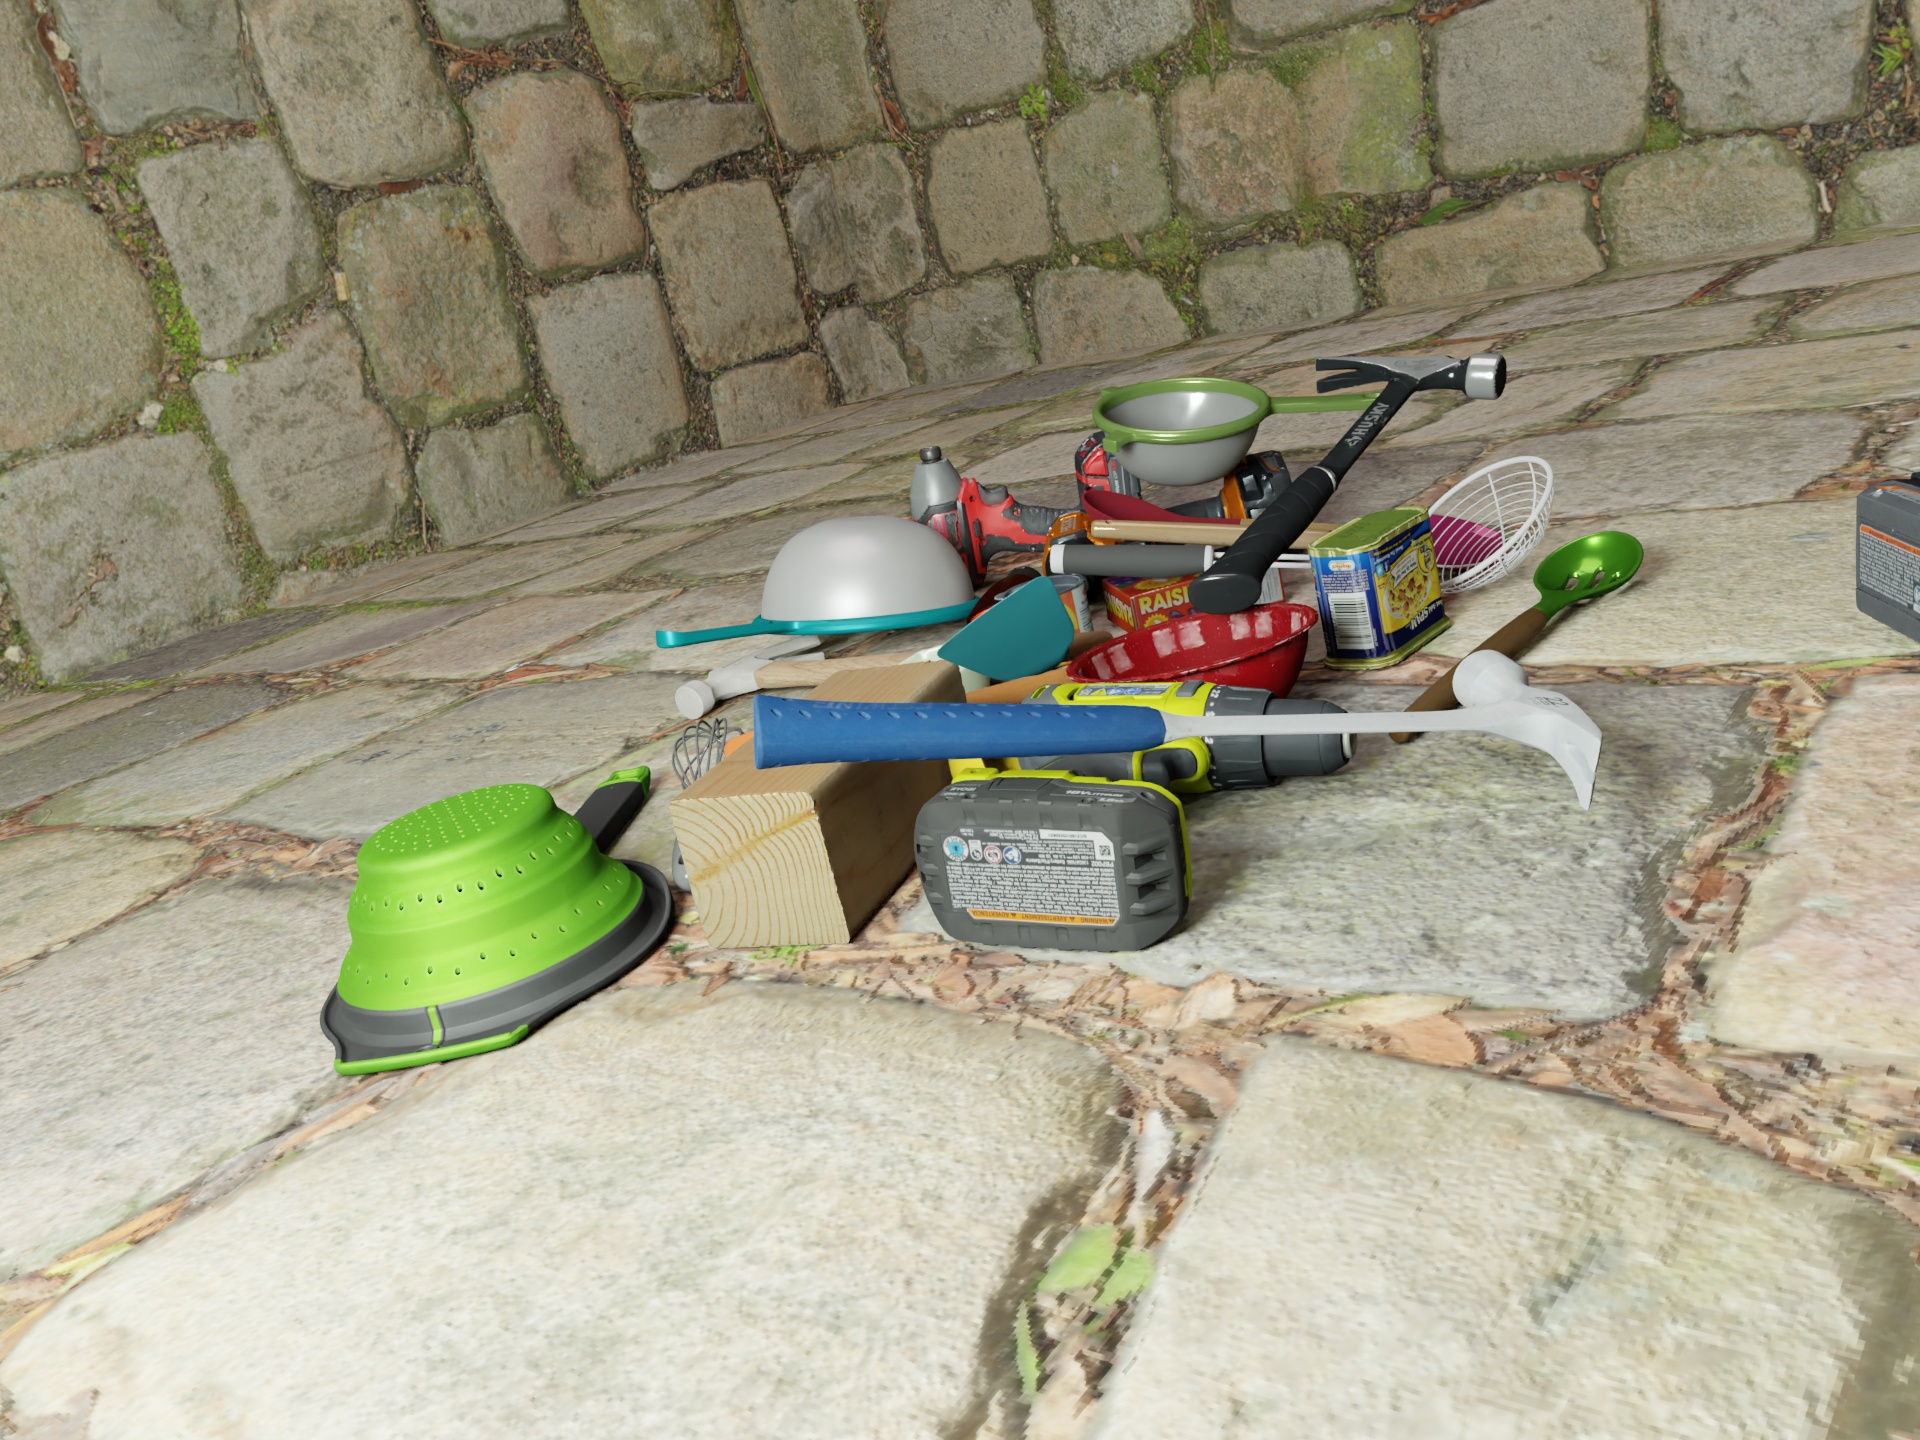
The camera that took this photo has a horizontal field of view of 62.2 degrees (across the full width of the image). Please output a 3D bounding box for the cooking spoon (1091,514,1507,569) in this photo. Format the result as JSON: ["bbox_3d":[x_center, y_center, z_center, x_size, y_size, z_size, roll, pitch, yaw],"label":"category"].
[{"bbox_3d":[0.261,-0.142,1.244,0.319,0.017,0.069,4,43,10],"label":"cooking spoon"}]

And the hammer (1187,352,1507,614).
[{"bbox_3d":[0.267,-0.186,1.165,0.149,0.036,0.409,11,37,32],"label":"hammer"}]

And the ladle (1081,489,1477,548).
[{"bbox_3d":[0.252,-0.155,1.283,0.315,0.031,0.069,7,27,15],"label":"ladle"}]

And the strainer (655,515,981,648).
[{"bbox_3d":[-0.129,-0.125,1.383,0.211,0.095,0.340,4,12,42],"label":"strainer"}]

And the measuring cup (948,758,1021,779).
[{"bbox_3d":[0.036,0.021,0.996,0.029,0.062,0.156,-29,-3,25],"label":"measuring cup"}]

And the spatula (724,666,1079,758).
[{"bbox_3d":[-0.002,-0.004,1.099,0.322,0.041,0.081,-14,52,-26],"label":"spatula"}]

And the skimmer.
[{"bbox_3d":[0.245,-0.144,1.180,0.363,0.090,0.127,2,39,13],"label":"skimmer"}]

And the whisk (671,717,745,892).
[{"bbox_3d":[-0.171,0.053,1.046,0.055,0.055,0.239,-14,21,0],"label":"whisk"}]

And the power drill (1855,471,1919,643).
[{"bbox_3d":[0.613,-0.102,0.857,0.226,0.084,0.185,-7,17,8],"label":"power drill"}]

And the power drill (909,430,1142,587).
[{"bbox_3d":[0.061,-0.211,1.539,0.219,0.143,0.079,-12,19,0],"label":"power drill"}]

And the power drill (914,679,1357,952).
[{"bbox_3d":[0.094,0.036,0.838,0.190,0.080,0.228,0,19,26],"label":"power drill"}]

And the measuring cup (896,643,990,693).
[{"bbox_3d":[-0.055,-0.006,1.164,0.167,0.038,0.083,-26,22,-7],"label":"measuring cup"}]

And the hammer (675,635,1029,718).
[{"bbox_3d":[-0.072,-0.041,1.290,0.331,0.031,0.130,-1,22,36],"label":"hammer"}]

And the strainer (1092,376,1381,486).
[{"bbox_3d":[0.241,-0.242,1.354,0.256,0.069,0.152,-2,29,5],"label":"strainer"}]

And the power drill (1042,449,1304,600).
[{"bbox_3d":[0.181,-0.160,1.391,0.226,0.084,0.164,-14,19,11],"label":"power drill"}]

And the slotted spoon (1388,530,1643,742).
[{"bbox_3d":[0.350,-0.054,1.004,0.070,0.031,0.314,3,26,45],"label":"slotted spoon"}]

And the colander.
[{"bbox_3d":[-0.267,0.071,0.978,0.204,0.094,0.397,-11,17,9],"label":"colander"}]

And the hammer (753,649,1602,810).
[{"bbox_3d":[0.106,0.004,0.758,0.405,0.035,0.144,-1,20,-9],"label":"hammer"}]

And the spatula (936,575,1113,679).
[{"bbox_3d":[0.068,-0.059,1.086,0.082,0.044,0.317,-36,-5,15],"label":"spatula"}]
